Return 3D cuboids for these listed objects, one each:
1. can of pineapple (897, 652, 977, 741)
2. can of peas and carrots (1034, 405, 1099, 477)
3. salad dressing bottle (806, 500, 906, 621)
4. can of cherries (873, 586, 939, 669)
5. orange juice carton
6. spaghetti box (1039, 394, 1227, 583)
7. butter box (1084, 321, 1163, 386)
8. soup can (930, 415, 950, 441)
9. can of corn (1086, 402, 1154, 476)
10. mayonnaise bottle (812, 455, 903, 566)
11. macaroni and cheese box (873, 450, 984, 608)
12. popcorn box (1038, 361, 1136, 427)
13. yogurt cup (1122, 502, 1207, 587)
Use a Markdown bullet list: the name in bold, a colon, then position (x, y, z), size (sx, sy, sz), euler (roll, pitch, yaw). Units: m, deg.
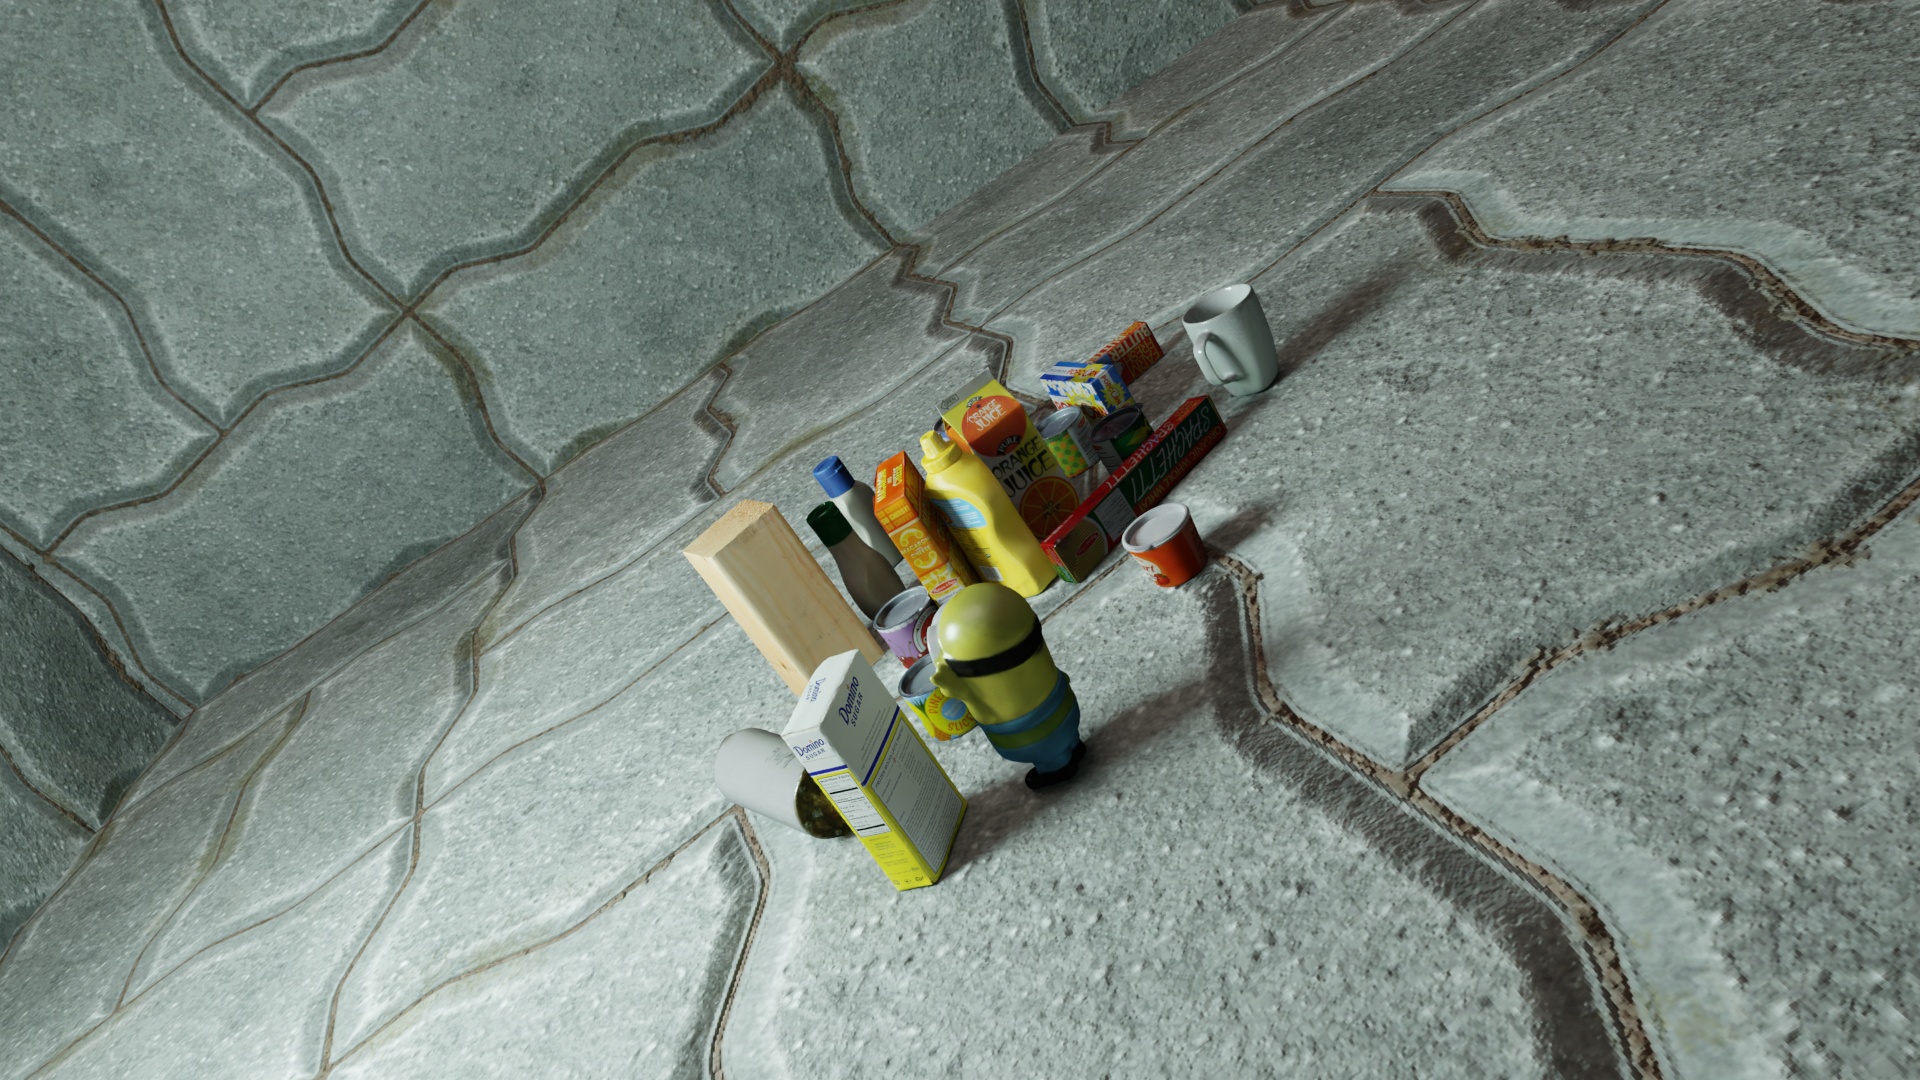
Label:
- **can of pineapple**: position (-0.014, 0.141, 1.265), size (0.071, 0.057, 0.071), euler (-29, 22, 13)
- **can of peas and carrots**: position (0.121, -0.112, 1.597), size (0.071, 0.058, 0.071), euler (-29, 22, 13)
- **salad dressing bottle**: position (-0.114, 0.023, 1.525), size (0.044, 0.147, 0.064), euler (-18, 27, 35)
- **can of cherries**: position (-0.044, 0.089, 1.412), size (0.071, 0.058, 0.072), euler (-29, 22, 13)
- **orange juice carton**: position (0.051, -0.085, 1.461), size (0.072, 0.192, 0.073), euler (-37, 22, -8)
- **spaghetti box**: position (0.180, -0.055, 1.411), size (0.251, 0.050, 0.028), euler (-44, 24, -23)
- **butter box**: position (0.200, -0.222, 1.721), size (0.104, 0.053, 0.024), euler (-40, 22, -15)
- **soup can**: position (0.011, -0.121, 1.735), size (0.071, 0.083, 0.071), euler (-29, 22, 13)
- **can of corn**: position (0.181, -0.105, 1.501), size (0.071, 0.058, 0.071), euler (-29, 22, 13)
- **mayonnaise bottle**: position (-0.120, -0.033, 1.649), size (0.041, 0.147, 0.065), euler (-10, 32, 46)
- **macaroni and cheese box**: position (-0.030, 0.003, 1.425), size (0.040, 0.166, 0.124), euler (-30, 22, 11)
- **popcorn box**: position (0.154, -0.164, 1.624), size (0.038, 0.085, 0.127), euler (-40, 23, -14)
- **yogurt cup**: position (0.189, 0.006, 1.267), size (0.072, 0.054, 0.073), euler (-29, 22, 13)
